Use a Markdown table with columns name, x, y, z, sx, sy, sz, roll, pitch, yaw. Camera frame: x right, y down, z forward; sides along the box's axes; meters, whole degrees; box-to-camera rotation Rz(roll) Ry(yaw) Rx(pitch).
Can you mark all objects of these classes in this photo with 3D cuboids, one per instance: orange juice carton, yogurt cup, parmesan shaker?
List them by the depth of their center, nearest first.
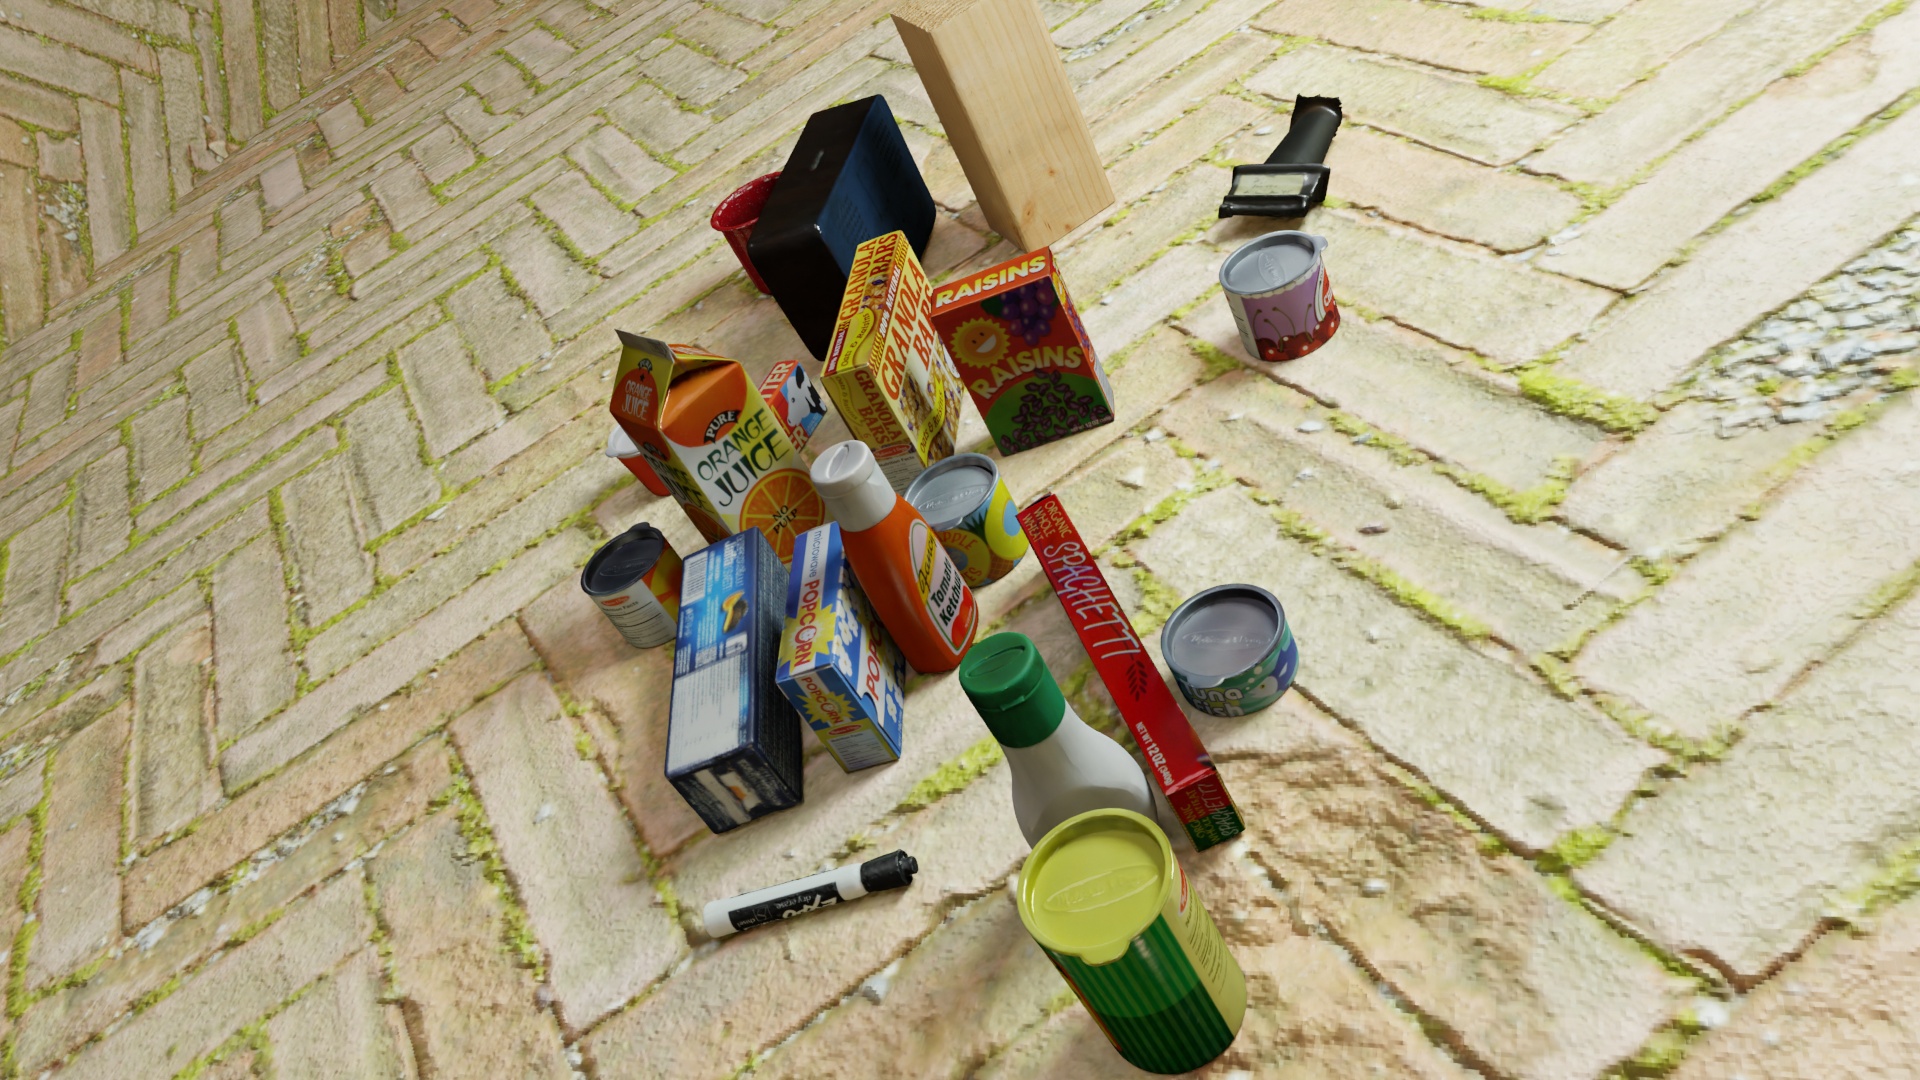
| name | x | y | z | sx | sy | sz | roll | pitch | yaw |
| --- | --- | --- | --- | --- | --- | --- | --- | --- | --- |
| parmesan shaker | 0.073 | 0.170 | 0.576 | 0.071 | 0.102 | 0.072 | -19 | 38 | 15 |
| orange juice carton | -0.166 | -0.064 | 0.937 | 0.073 | 0.192 | 0.072 | -45 | 39 | -20 |
| yogurt cup | -0.239 | -0.073 | 1.113 | 0.072 | 0.053 | 0.073 | -18 | 38 | 15 |

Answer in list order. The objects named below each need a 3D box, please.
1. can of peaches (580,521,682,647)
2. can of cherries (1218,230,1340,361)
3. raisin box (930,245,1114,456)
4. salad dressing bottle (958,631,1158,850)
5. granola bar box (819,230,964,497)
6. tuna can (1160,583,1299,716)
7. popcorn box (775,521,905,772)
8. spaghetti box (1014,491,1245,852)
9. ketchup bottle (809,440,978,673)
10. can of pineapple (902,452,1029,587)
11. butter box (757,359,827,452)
| name | x | y | z | sx | sy | sz | roll | pitch | yaw |
| --- | --- | --- | --- | --- | --- | --- | --- | --- | --- |
| can of peaches | -0.221 | 0.031 | 0.974 | 0.071 | 0.058 | 0.071 | -18 | 38 | 15 |
| can of cherries | 0.212 | -0.160 | 0.909 | 0.071 | 0.058 | 0.072 | -18 | 38 | 15 |
| raisin box | 0.043 | -0.124 | 0.925 | 0.086 | 0.123 | 0.040 | -17 | 38 | 17 |
| salad dressing bottle | 0.045 | 0.102 | 0.637 | 0.064 | 0.147 | 0.044 | -25 | 37 | 7 |
| granola bar box | -0.043 | -0.121 | 0.978 | 0.039 | 0.123 | 0.166 | -15 | 39 | 20 |
| tuna can | 0.140 | 0.059 | 0.721 | 0.071 | 0.032 | 0.071 | -18 | 38 | 15 |
| popcorn box | -0.067 | 0.060 | 0.815 | 0.038 | 0.085 | 0.127 | -19 | 38 | 15 |
| spaghetti box | 0.084 | 0.060 | 0.743 | 0.029 | 0.050 | 0.251 | -28 | 36 | 2 |
| ketchup bottle | -0.038 | 0.008 | 0.803 | 0.043 | 0.148 | 0.065 | -10 | 41 | 25 |
| can of pineapple | 0.003 | -0.011 | 0.874 | 0.071 | 0.057 | 0.071 | -18 | 38 | 15 |
| butter box | -0.143 | -0.086 | 1.064 | 0.024 | 0.053 | 0.104 | 0 | 46 | 34 |
